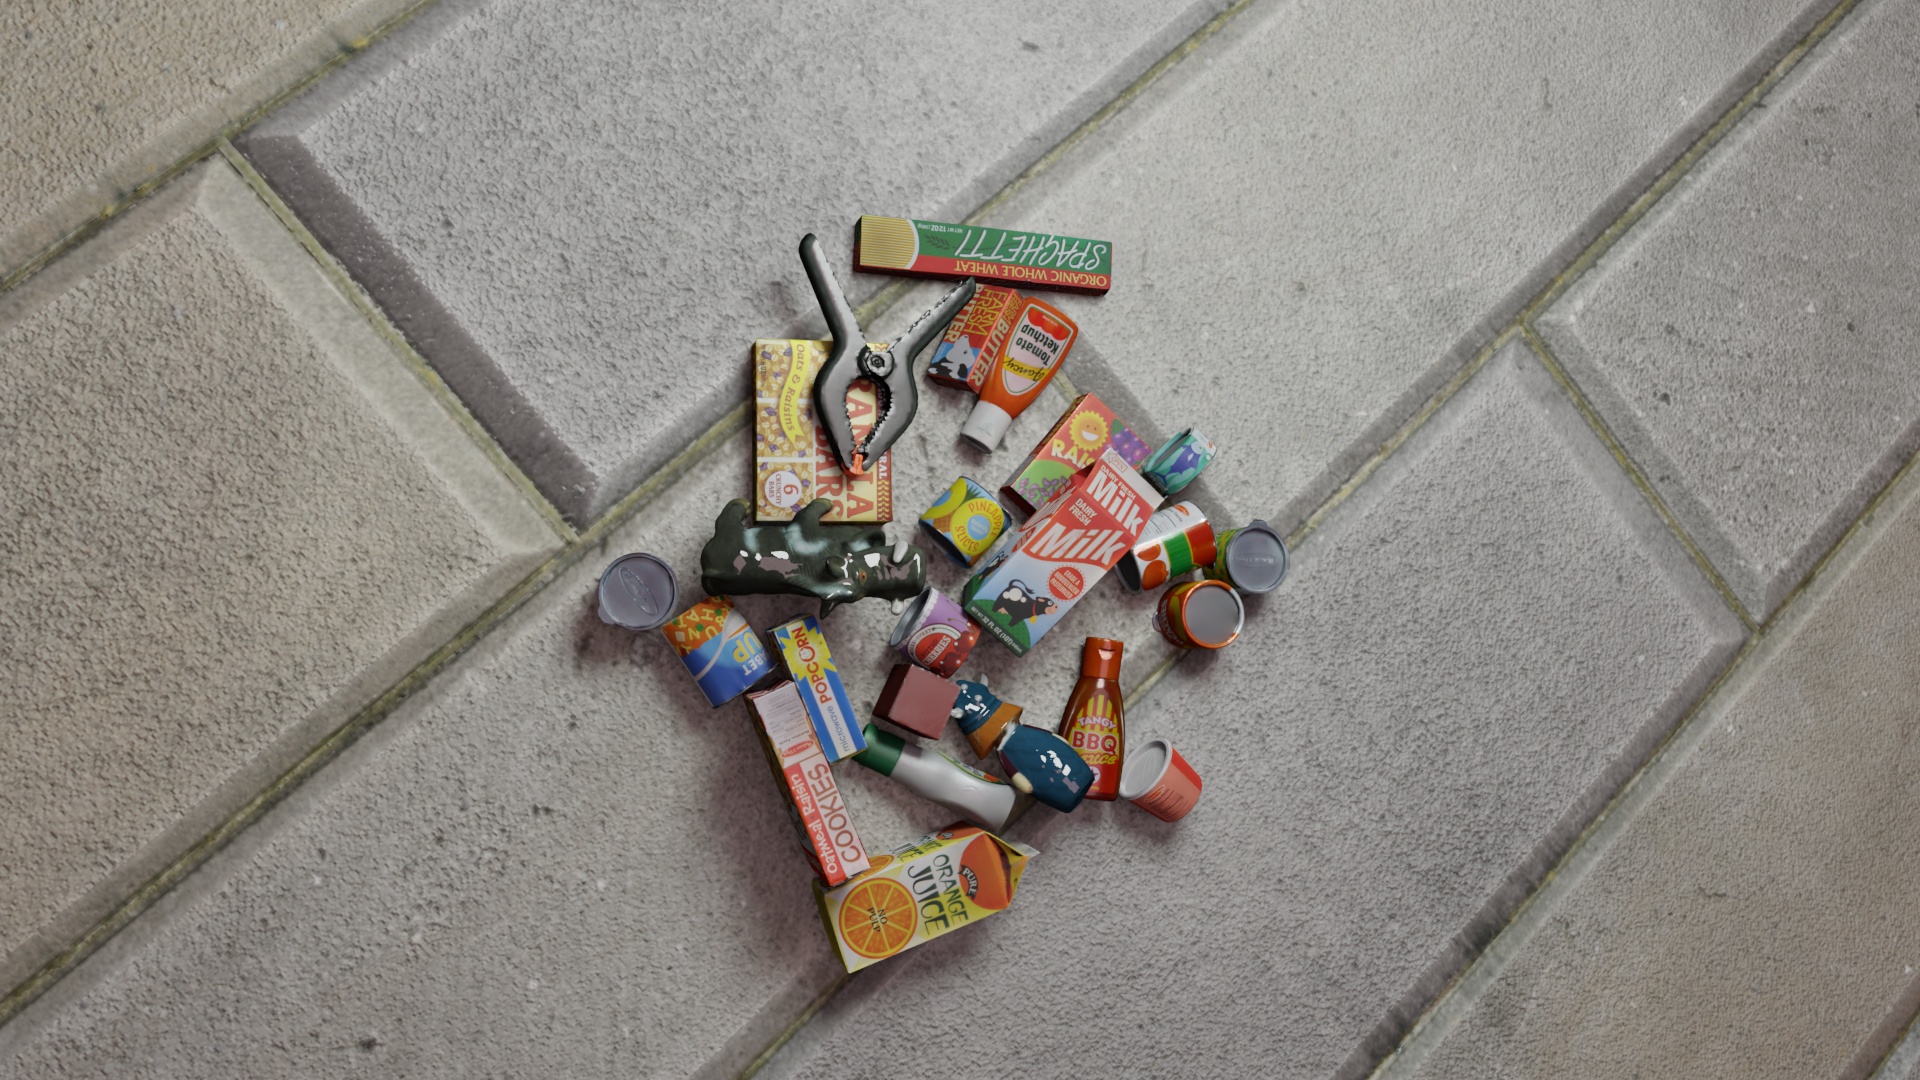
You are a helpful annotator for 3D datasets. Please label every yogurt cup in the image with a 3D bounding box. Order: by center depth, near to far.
[{"bbox_3d":[0.189,0.227,1.300,0.054,0.072,0.072,40,77,-17],"label":"yogurt cup"}]

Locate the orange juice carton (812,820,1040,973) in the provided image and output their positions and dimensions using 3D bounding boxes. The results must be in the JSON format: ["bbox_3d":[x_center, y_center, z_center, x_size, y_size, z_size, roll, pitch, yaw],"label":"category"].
[{"bbox_3d":[-0.027,0.305,1.229,0.193,0.071,0.073,-18,91,-16],"label":"orange juice carton"}]

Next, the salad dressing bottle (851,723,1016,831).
[{"bbox_3d":[-0.024,0.211,1.246,0.148,0.064,0.044,26,82,-4],"label":"salad dressing bottle"}]

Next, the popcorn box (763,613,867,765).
[{"bbox_3d":[-0.127,0.128,1.210,0.038,0.085,0.126,-22,92,-14],"label":"popcorn box"}]

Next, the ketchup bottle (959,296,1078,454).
[{"bbox_3d":[0.050,-0.152,1.303,0.065,0.043,0.149,32,79,-10],"label":"ketchup bottle"}]

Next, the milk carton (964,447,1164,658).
[{"bbox_3d":[0.092,0.007,1.250,0.072,0.073,0.190,43,100,-10],"label":"milk carton"}]

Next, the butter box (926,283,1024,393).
[{"bbox_3d":[0.014,-0.189,1.291,0.024,0.053,0.103,40,73,-49],"label":"butter box"}]

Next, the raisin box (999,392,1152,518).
[{"bbox_3d":[0.110,-0.066,1.315,0.086,0.040,0.123,42,78,-8],"label":"raisin box"}]

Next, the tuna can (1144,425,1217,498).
[{"bbox_3d":[0.208,-0.075,1.329,0.033,0.071,0.071,45,76,-7],"label":"tuna can"}]

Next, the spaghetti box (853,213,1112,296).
[{"bbox_3d":[0.025,-0.269,1.313,0.250,0.028,0.050,3,86,-15],"label":"spaghetti box"}]

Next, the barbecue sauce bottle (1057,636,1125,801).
[{"bbox_3d":[0.125,0.166,1.297,0.065,0.043,0.148,9,83,-5],"label":"barbecue sauce bottle"}]

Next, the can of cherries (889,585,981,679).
[{"bbox_3d":[-0.022,0.085,1.250,0.058,0.071,0.071,35,78,-11],"label":"can of cherries"}]

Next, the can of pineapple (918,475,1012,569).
[{"bbox_3d":[0.005,-0.016,1.266,0.071,0.071,0.058,45,77,-8],"label":"can of pineapple"}]

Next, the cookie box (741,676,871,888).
[{"bbox_3d":[-0.135,0.202,1.182,0.040,0.123,0.167,-22,92,-14],"label":"cookie box"}]

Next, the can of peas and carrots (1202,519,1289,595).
[{"bbox_3d":[0.274,0.017,1.342,0.071,0.058,0.071,1,85,-15],"label":"can of peas and carrots"}]

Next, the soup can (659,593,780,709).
[{"bbox_3d":[-0.207,0.091,1.199,0.071,0.071,0.083,-34,95,-15],"label":"soup can"}]

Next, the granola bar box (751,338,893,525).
[{"bbox_3d":[-0.125,-0.097,1.253,0.124,0.039,0.165,0,86,-15],"label":"granola bar box"}]

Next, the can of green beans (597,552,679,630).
[{"bbox_3d":[-0.277,0.045,1.190,0.071,0.057,0.071,1,85,-15],"label":"can of green beans"}]

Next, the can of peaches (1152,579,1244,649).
[{"bbox_3d":[0.227,0.072,1.325,0.071,0.058,0.071,1,85,-16],"label":"can of peaches"}]

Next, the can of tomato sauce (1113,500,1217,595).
[{"bbox_3d":[0.191,0.009,1.317,0.083,0.071,0.071,-22,92,-15],"label":"can of tomato sauce"}]
